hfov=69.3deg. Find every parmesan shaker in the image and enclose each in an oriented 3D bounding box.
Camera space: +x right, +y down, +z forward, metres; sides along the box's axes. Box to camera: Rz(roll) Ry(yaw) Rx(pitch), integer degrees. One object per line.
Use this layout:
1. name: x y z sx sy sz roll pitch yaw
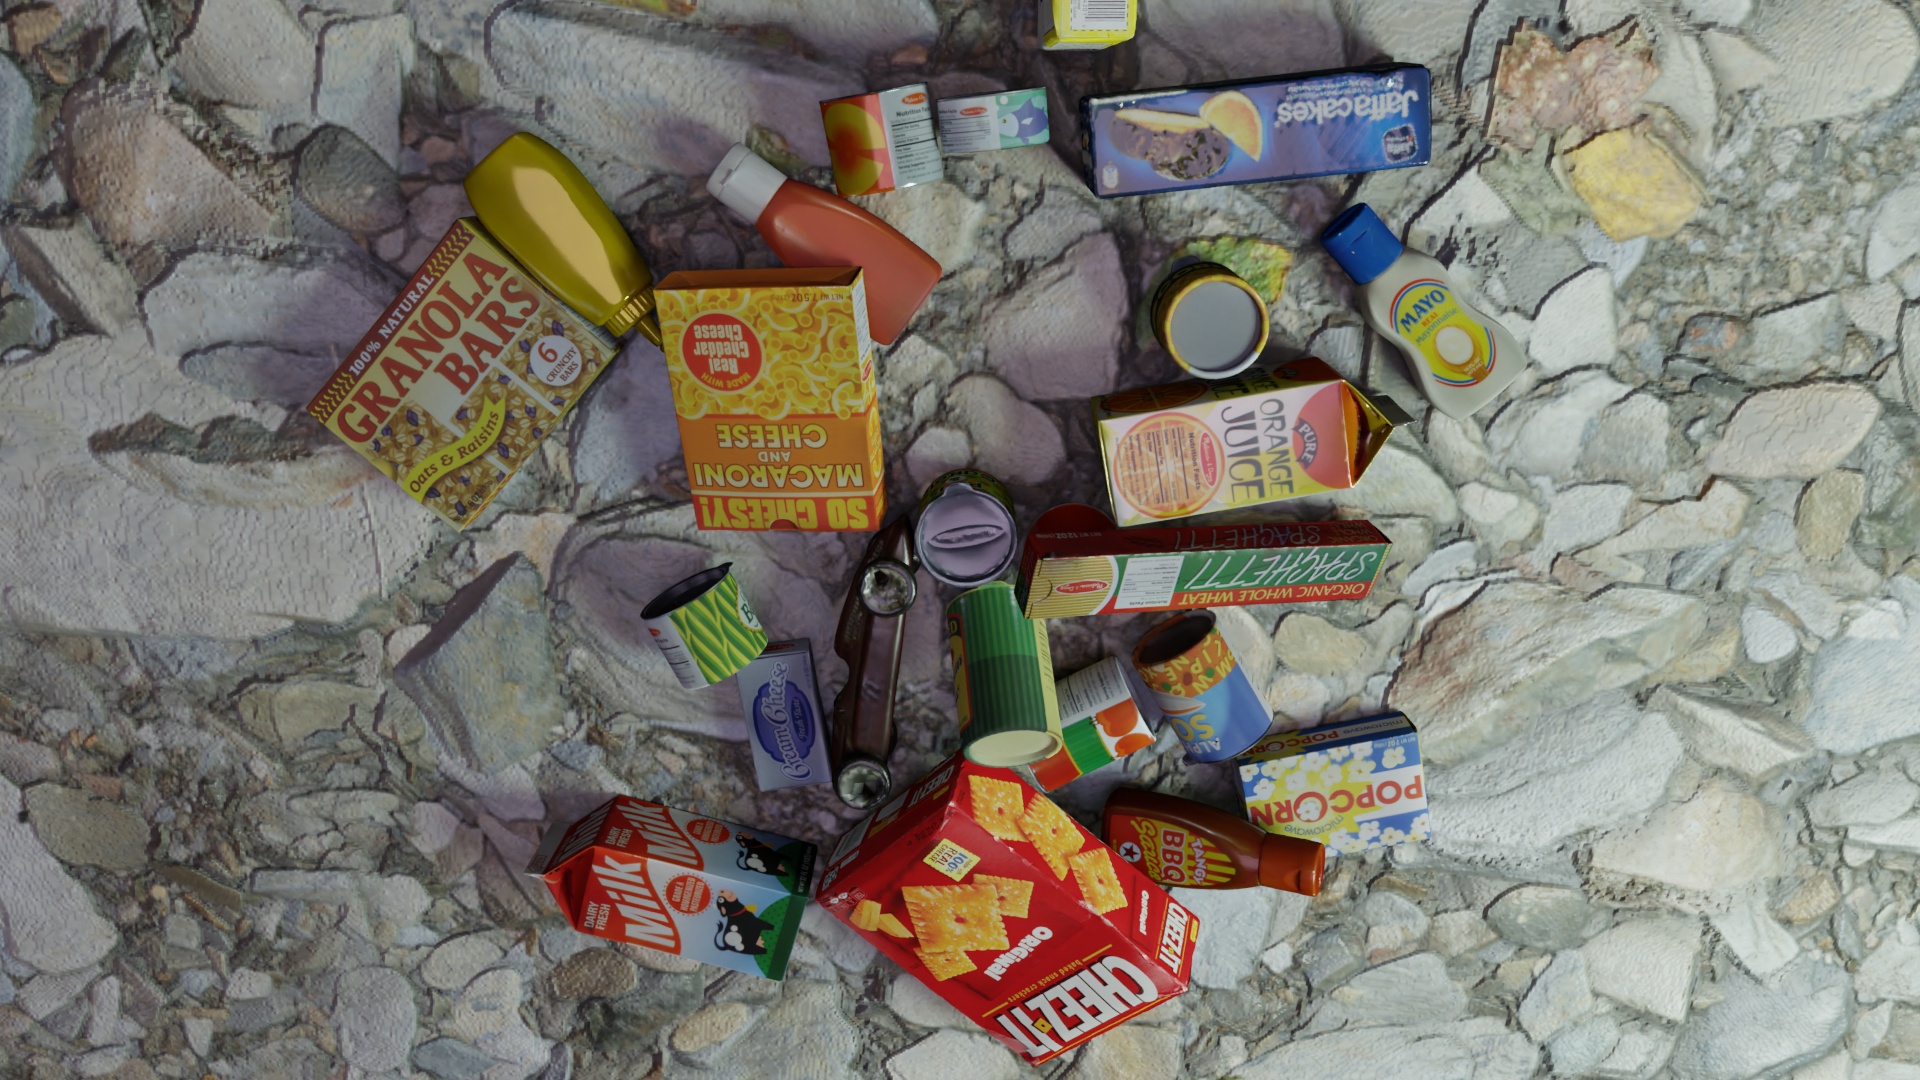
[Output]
1. parmesan shaker: 0.027 0.087 0.905 0.071 0.103 0.071 -5 148 -3

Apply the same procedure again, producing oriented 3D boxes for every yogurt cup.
1. yogurt cup: 0.076 0.014 0.919 0.072 0.054 0.072 0 107 1

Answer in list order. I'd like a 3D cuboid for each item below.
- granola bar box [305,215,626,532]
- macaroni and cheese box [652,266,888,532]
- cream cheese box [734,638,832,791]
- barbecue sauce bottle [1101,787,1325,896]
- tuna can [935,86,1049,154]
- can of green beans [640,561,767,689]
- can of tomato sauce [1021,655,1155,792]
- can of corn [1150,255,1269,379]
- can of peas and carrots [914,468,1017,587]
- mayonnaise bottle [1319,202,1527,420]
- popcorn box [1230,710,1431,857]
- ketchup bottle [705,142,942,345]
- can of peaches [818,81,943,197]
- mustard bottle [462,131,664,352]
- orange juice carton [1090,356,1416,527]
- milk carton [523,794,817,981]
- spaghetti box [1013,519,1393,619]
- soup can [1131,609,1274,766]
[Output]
1. granola bar box: -0.317 -0.105 0.893 0.124 0.039 0.165 41 103 -11
2. macaroni and cheese box: -0.116 -0.085 0.873 0.124 0.040 0.165 0 118 10
3. cream cheese box: -0.122 0.122 0.970 0.053 0.024 0.103 -8 107 3
4. barbecue sauce bottle: 0.173 0.212 0.957 0.148 0.044 0.064 6 114 24
5. tuna can: 0.021 -0.252 0.832 0.071 0.071 0.032 -6 109 2
6. can of green beans: -0.170 0.058 0.928 0.071 0.071 0.057 -25 106 8
7. can of tomato sauce: 0.083 0.126 0.948 0.083 0.071 0.071 -26 105 8
8. can of corn: 0.154 -0.140 0.868 0.071 0.058 0.071 0 108 0
9. can of peas and carrots: 0.003 -0.011 0.909 0.071 0.059 0.070 0 107 1
10. mayonnaise bottle: 0.287 -0.146 0.874 0.064 0.041 0.148 -42 103 14
11. popcorn box: 0.260 0.176 0.976 0.127 0.038 0.085 -11 108 4
12. ketchup bottle: -0.087 -0.188 0.863 0.149 0.044 0.064 35 108 -10
13. can of peaches: -0.049 -0.241 0.836 0.071 0.071 0.058 -10 108 4
14. mustard bottle: -0.234 -0.176 0.865 0.065 0.049 0.160 -37 104 11
15. orange juice carton: 0.185 -0.067 0.884 0.193 0.072 0.072 -10 107 4
16. milk carton: -0.205 0.240 0.982 0.191 0.072 0.073 16 107 -4
17. spaghetti box: 0.157 0.017 0.886 0.250 0.029 0.049 -2 128 -19
18. soup can: 0.161 0.100 0.938 0.071 0.071 0.083 -30 104 9
